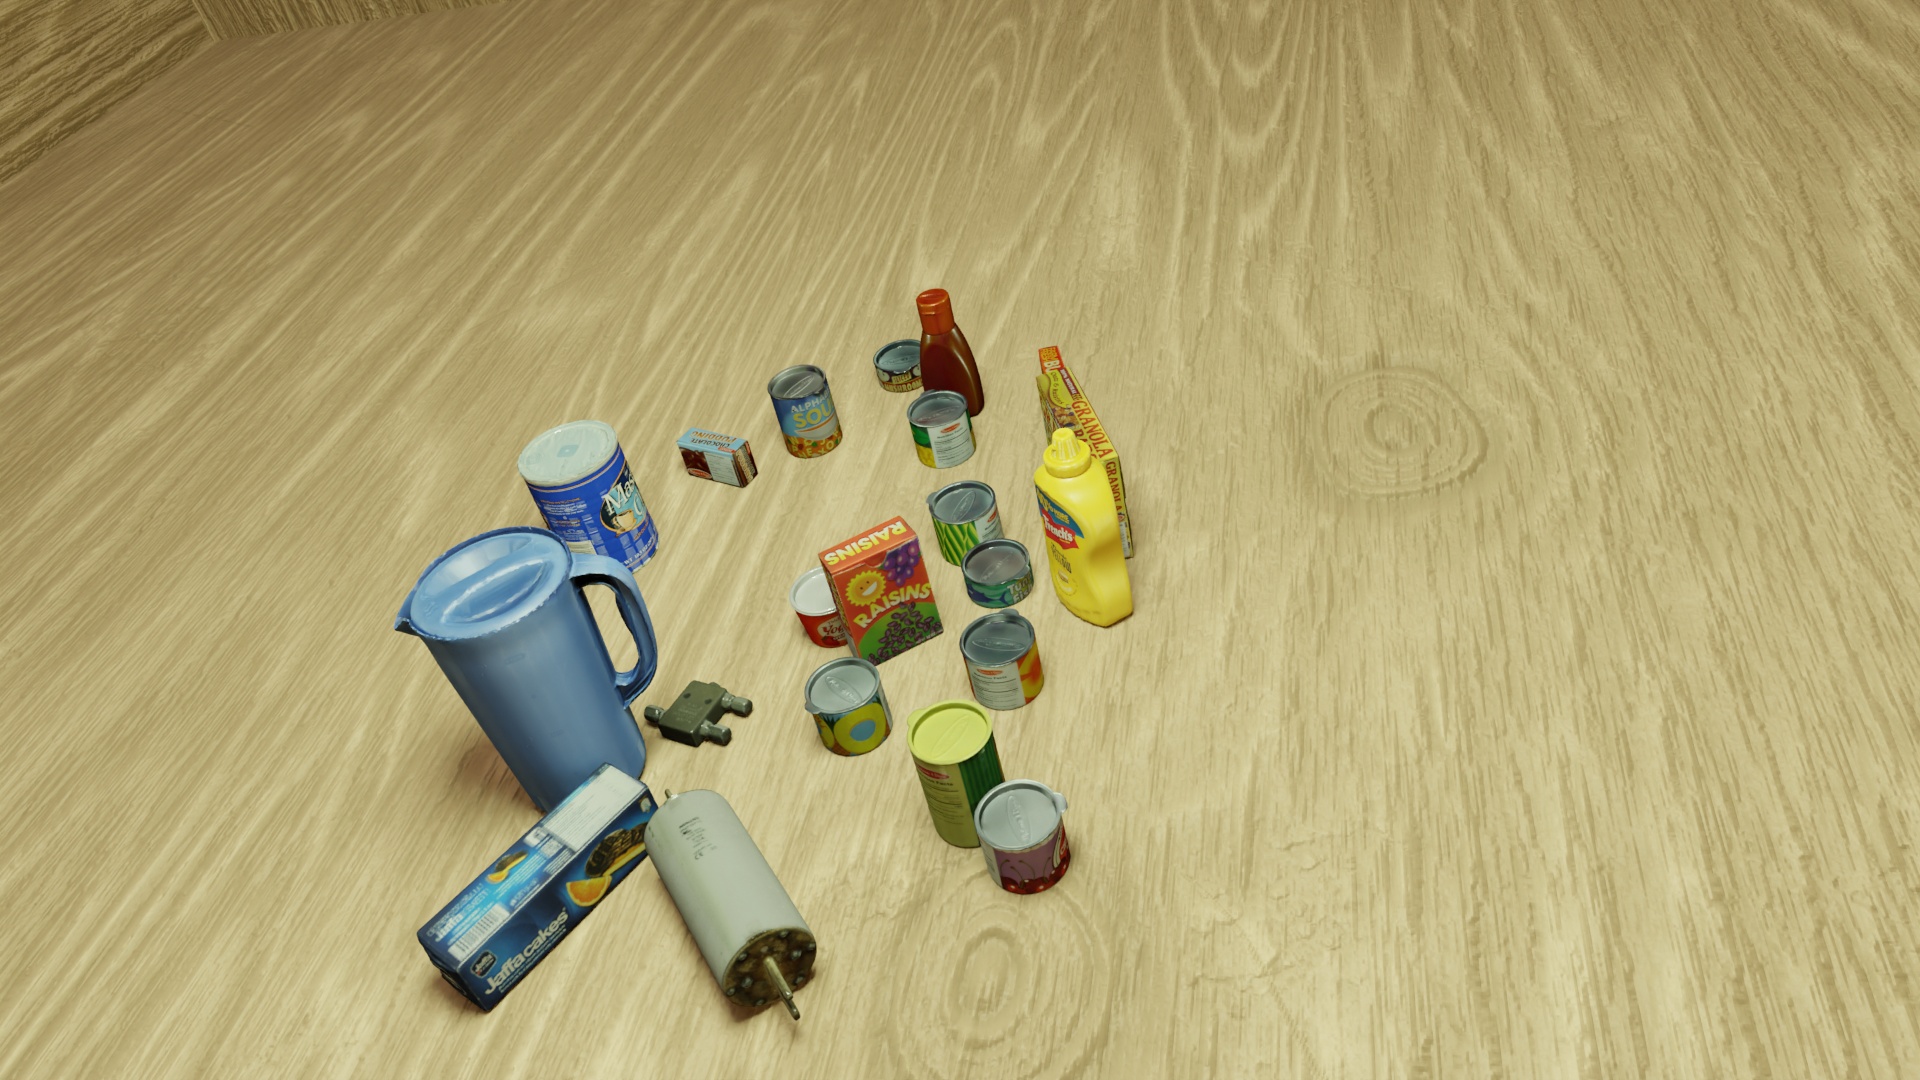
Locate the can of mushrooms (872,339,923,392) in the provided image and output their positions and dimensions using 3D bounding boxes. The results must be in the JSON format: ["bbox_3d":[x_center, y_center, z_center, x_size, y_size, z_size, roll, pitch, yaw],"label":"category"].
[{"bbox_3d":[-0.067,-0.204,1.629,0.071,0.033,0.071,-8,39,7],"label":"can of mushrooms"}]

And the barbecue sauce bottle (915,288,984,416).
[{"bbox_3d":[-0.017,-0.204,1.524,0.065,0.147,0.044,1,41,18],"label":"barbecue sauce bottle"}]

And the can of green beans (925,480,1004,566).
[{"bbox_3d":[0.007,-0.017,1.364,0.071,0.057,0.071,-8,39,7],"label":"can of green beans"}]

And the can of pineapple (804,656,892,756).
[{"bbox_3d":[-0.098,0.144,1.201,0.071,0.057,0.071,-8,39,7],"label":"can of pineapple"}]

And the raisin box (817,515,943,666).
[{"bbox_3d":[-0.071,0.049,1.256,0.086,0.122,0.040,-25,40,-14],"label":"raisin box"}]

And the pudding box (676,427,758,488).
[{"bbox_3d":[-0.270,-0.092,1.541,0.084,0.049,0.030,13,46,29],"label":"pudding box"}]

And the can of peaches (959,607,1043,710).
[{"bbox_3d":[0.038,0.104,1.211,0.071,0.057,0.071,-8,39,7],"label":"can of peaches"}]

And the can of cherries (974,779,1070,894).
[{"bbox_3d":[0.051,0.226,1.060,0.071,0.058,0.072,-8,39,7],"label":"can of cherries"}]

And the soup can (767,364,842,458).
[{"bbox_3d":[-0.170,-0.142,1.546,0.071,0.083,0.072,-8,39,7],"label":"soup can"}]

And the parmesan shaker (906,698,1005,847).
[{"bbox_3d":[-0.001,0.182,1.092,0.071,0.102,0.072,-8,39,7],"label":"parmesan shaker"}]

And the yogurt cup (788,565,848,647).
[{"bbox_3d":[-0.123,0.064,1.308,0.072,0.053,0.073,-8,39,7],"label":"yogurt cup"}]

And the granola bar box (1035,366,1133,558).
[{"bbox_3d":[0.120,-0.074,1.347,0.039,0.123,0.166,-16,39,-3],"label":"granola bar box"}]

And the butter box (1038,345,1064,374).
[{"bbox_3d":[0.107,-0.164,1.516,0.024,0.052,0.104,-12,39,2],"label":"butter box"}]

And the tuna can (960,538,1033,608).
[{"bbox_3d":[0.037,0.032,1.317,0.071,0.032,0.071,-8,39,7],"label":"tuna can"}]

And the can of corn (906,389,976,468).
[{"bbox_3d":[-0.021,-0.121,1.497,0.071,0.058,0.071,-8,39,7],"label":"can of corn"}]
